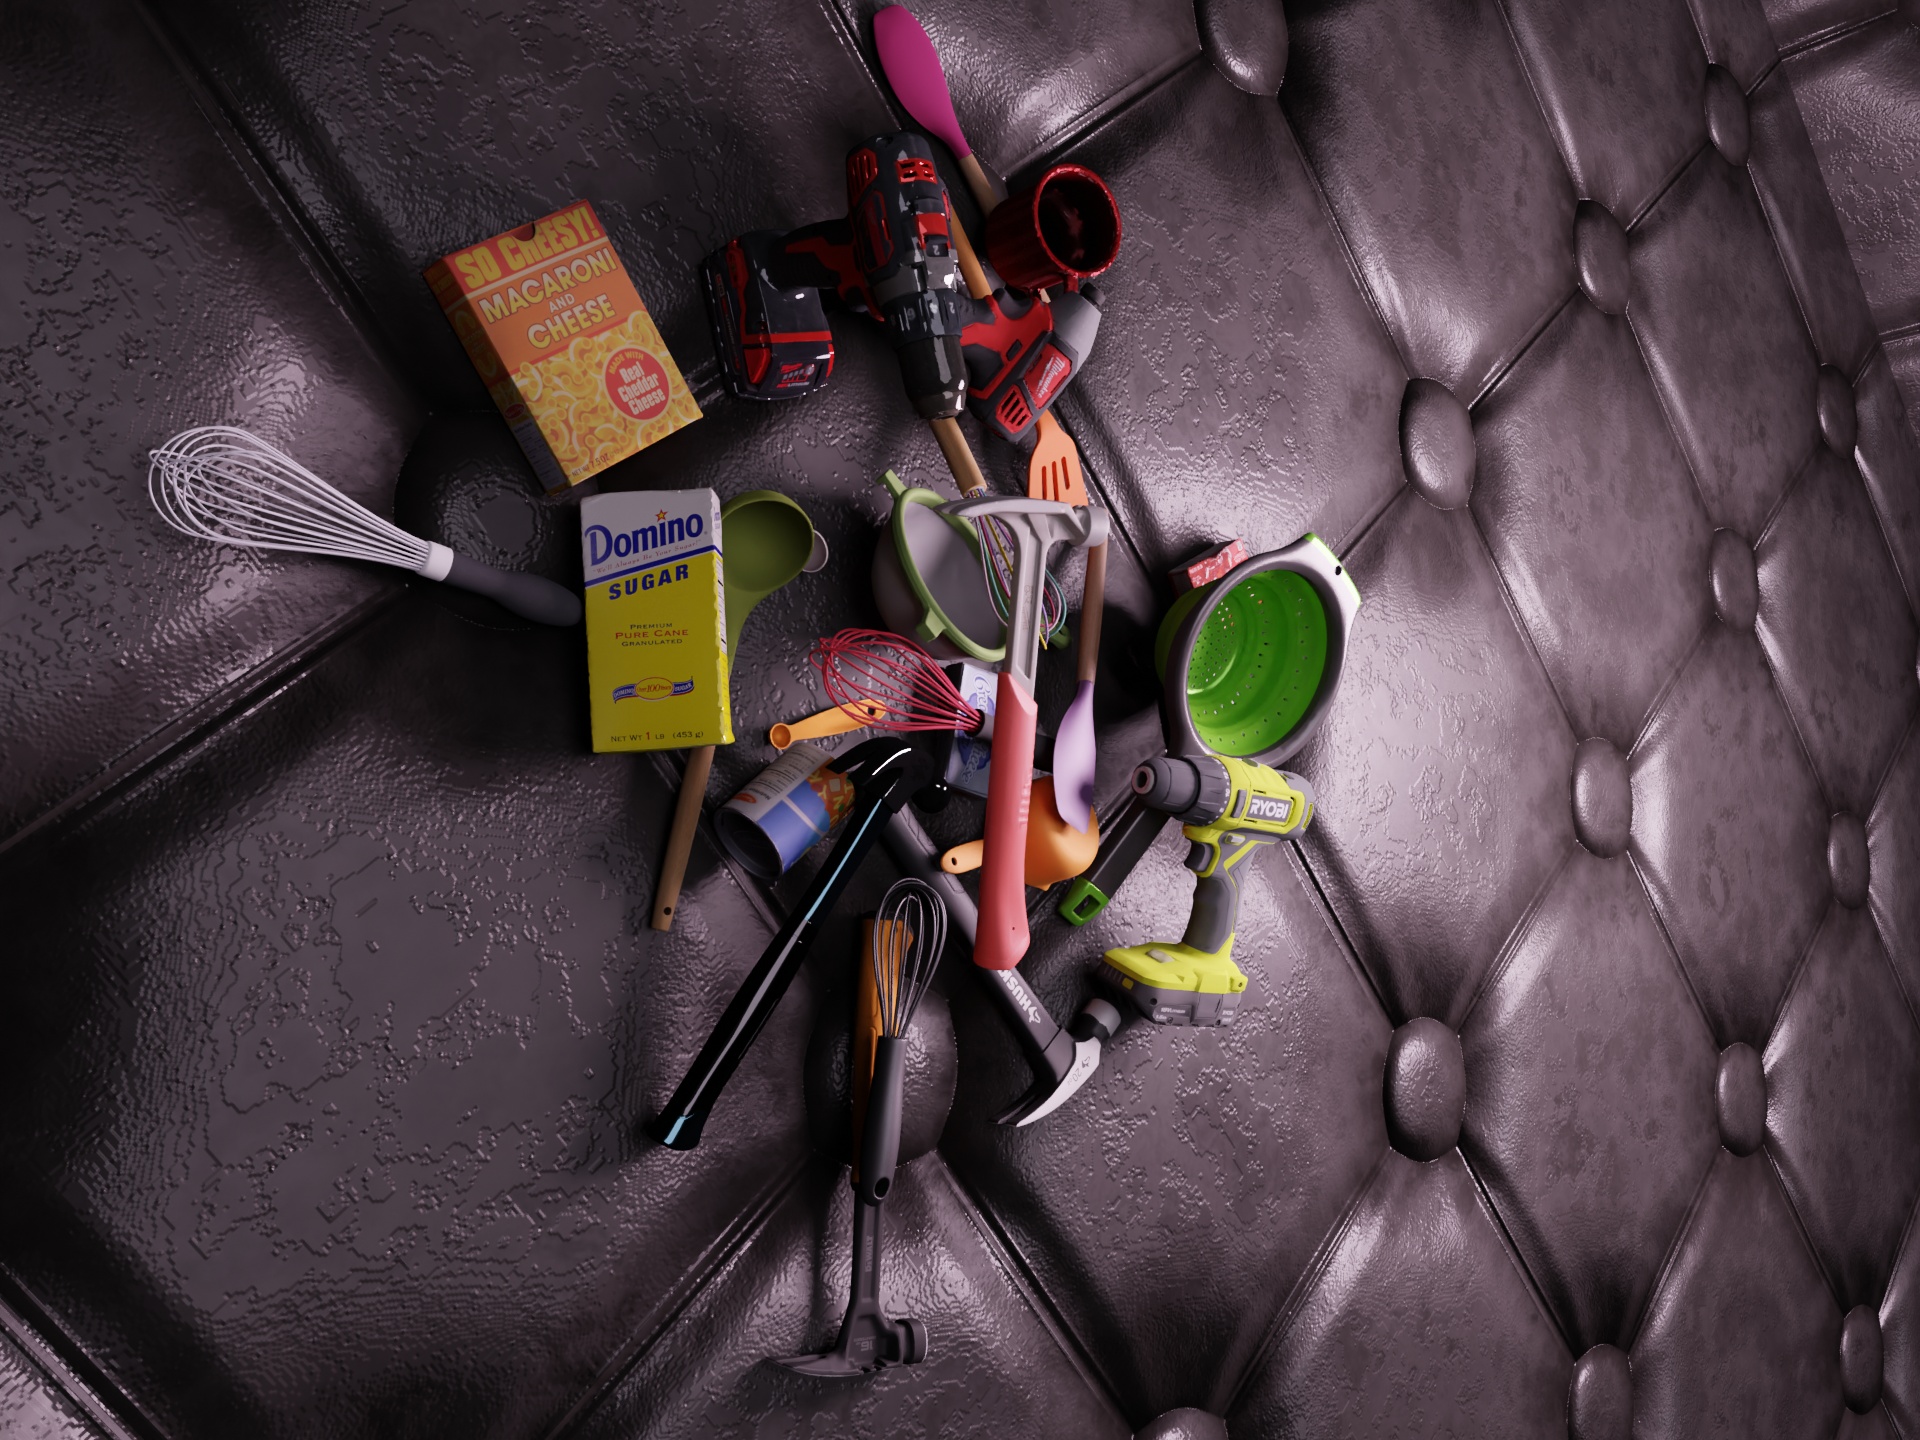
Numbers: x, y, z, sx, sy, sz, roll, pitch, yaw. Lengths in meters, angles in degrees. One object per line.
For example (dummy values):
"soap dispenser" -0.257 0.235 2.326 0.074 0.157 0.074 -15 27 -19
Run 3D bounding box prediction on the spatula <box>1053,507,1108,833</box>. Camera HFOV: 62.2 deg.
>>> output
"spatula" 0.106 -0.053 1.341 0.059 0.018 0.316 40 47 -41

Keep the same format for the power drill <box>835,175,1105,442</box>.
"power drill" 0.009 -0.337 1.263 0.219 0.079 0.143 35 101 -28

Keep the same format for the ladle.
"ladle" -0.171 -0.009 1.123 0.078 0.062 0.320 18 79 -31

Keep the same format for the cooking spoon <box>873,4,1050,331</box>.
"cooking spoon" 0.016 -0.458 1.360 0.069 0.017 0.318 -44 112 -37

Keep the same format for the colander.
"colander" 0.192 0.005 1.408 0.397 0.095 0.204 -52 127 -8

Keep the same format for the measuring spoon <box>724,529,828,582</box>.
"measuring spoon" -0.153 -0.111 1.187 0.124 0.018 0.034 -27 99 -31

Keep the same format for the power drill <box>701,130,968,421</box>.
"power drill" -0.081 -0.287 1.124 0.080 0.227 0.188 -15 94 -39

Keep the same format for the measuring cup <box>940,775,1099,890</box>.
"measuring cup" 0.051 0.094 1.275 0.173 0.052 0.095 -12 83 -55

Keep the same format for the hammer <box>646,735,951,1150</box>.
"hammer" -0.116 0.155 1.127 0.331 0.033 0.128 -58 150 -15

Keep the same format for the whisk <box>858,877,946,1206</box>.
"whisk" -0.048 0.235 1.169 0.055 0.055 0.239 13 81 -38

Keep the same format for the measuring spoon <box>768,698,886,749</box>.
"measuring spoon" -0.102 0.002 1.217 0.117 0.011 0.021 -17 96 -43

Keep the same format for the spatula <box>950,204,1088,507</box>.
"spatula" 0.032 -0.314 1.356 0.081 0.041 0.322 -31 100 -36

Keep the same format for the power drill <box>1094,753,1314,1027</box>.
"power drill" 0.196 0.138 1.351 0.190 0.080 0.228 11 99 -39

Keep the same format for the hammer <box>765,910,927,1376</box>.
"hammer" -0.073 0.311 1.188 0.127 0.034 0.337 11 78 -39

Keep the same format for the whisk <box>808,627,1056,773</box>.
"whisk" -0.002 -0.004 1.233 0.295 0.073 0.073 24 70 -42

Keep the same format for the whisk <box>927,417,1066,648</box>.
"whisk" 0.021 -0.165 1.266 0.047 0.051 0.245 0 61 -54

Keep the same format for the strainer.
"strainer" 0.003 -0.090 1.286 0.256 0.069 0.152 23 45 -54

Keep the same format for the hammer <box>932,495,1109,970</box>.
"hammer" 0.033 0.013 1.193 0.149 0.037 0.359 -3 103 -38

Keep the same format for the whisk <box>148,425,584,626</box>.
"whisk" -0.359 -0.111 0.992 0.284 0.070 0.070 21 72 -41

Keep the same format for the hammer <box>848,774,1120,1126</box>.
"hammer" 0.005 0.173 1.267 0.146 0.035 0.334 -47 113 -34
